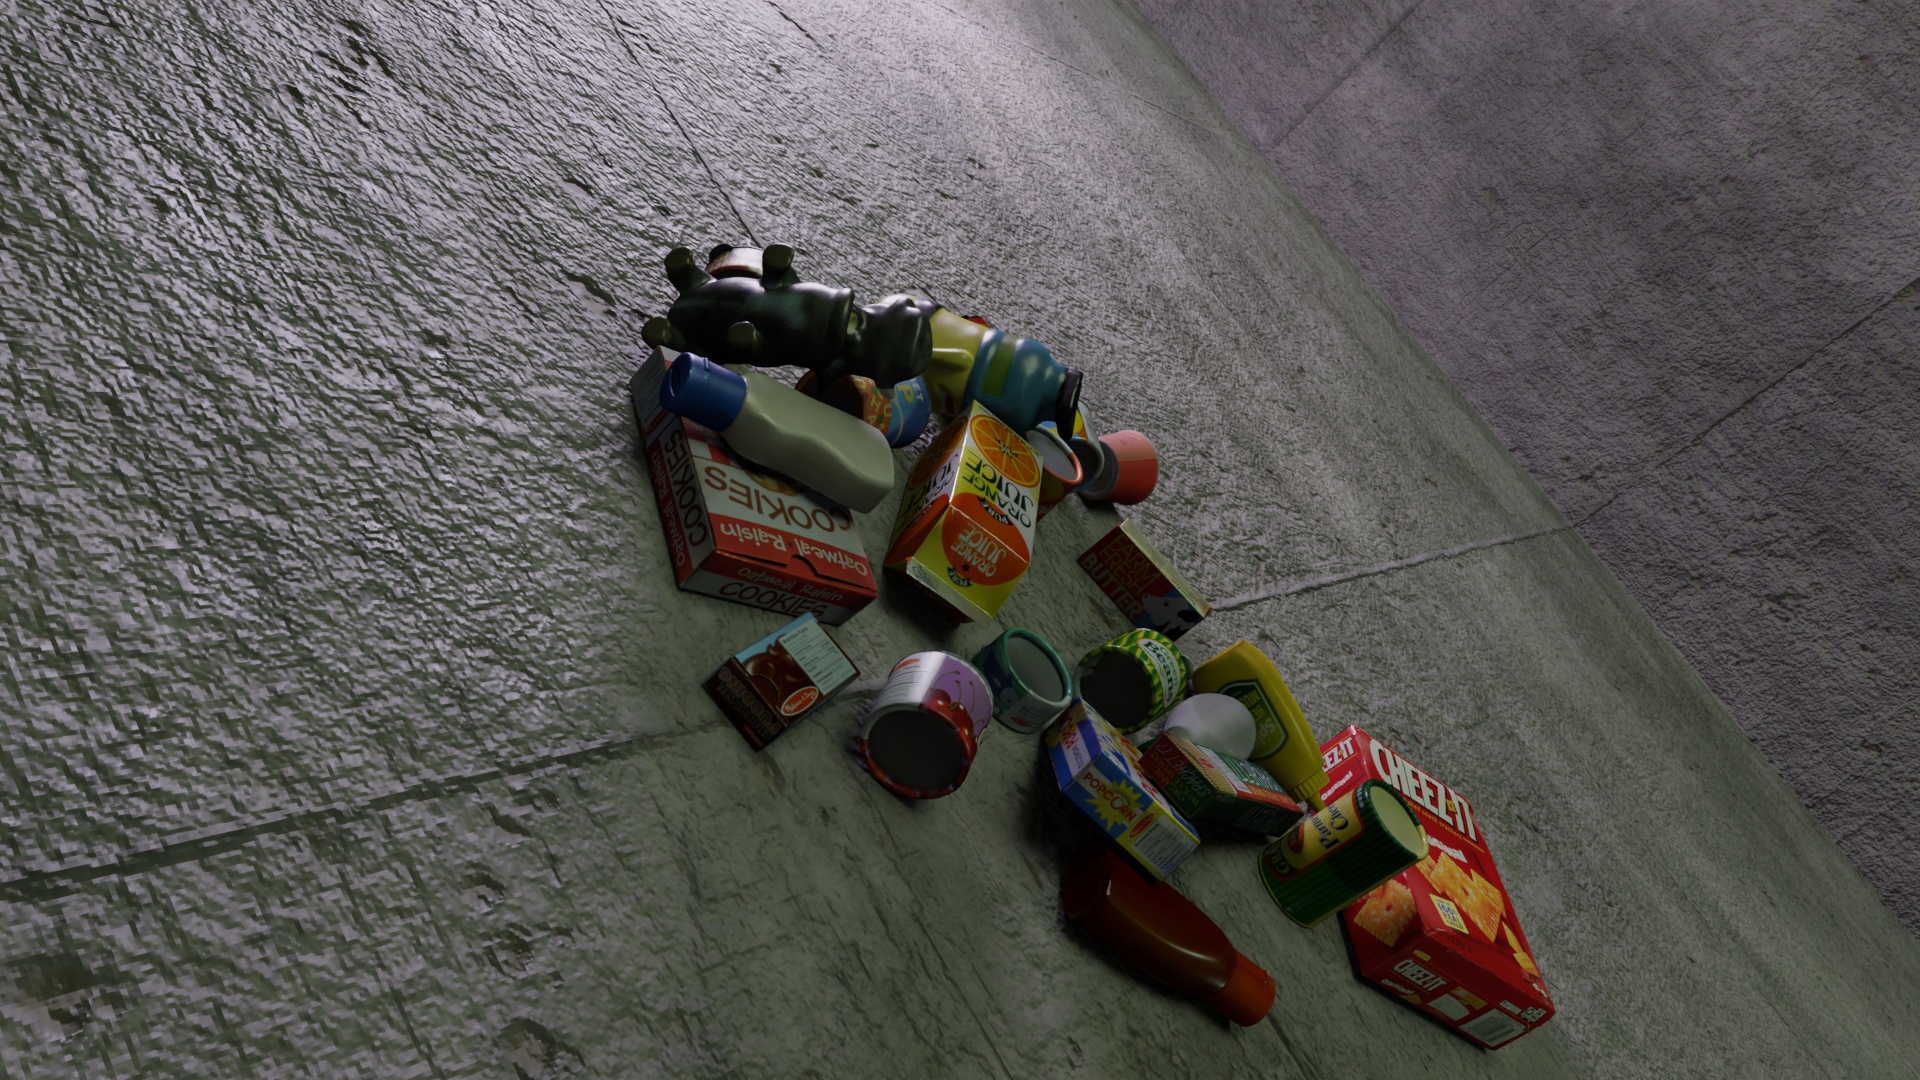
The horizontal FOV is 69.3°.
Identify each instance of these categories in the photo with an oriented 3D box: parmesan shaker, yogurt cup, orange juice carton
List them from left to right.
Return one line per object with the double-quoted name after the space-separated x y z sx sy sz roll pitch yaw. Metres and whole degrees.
0.003 -0.012 0.974 0.072 0.072 0.194 38 30 -16 "orange juice carton"
0.134 -0.064 1.230 0.054 0.072 0.072 -5 56 -46 "yogurt cup"
0.278 0.225 1.010 0.071 0.102 0.072 34 30 -23 "parmesan shaker"

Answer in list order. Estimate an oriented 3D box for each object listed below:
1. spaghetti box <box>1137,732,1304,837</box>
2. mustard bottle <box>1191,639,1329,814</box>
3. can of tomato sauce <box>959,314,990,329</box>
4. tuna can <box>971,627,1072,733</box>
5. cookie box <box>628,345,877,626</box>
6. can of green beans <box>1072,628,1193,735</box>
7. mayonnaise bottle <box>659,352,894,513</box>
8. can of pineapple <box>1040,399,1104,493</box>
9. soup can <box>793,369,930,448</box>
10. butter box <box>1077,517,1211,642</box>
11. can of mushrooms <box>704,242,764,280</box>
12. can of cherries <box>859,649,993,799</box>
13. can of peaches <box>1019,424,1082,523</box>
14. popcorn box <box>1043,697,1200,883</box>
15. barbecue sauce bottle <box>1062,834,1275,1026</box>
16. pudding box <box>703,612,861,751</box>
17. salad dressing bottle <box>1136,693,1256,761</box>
0.185 0.172 0.954 0.050 0.028 0.250 49 10 28 "spaghetti box"
0.249 0.158 1.101 0.160 0.065 0.049 56 25 9 "mustard bottle"
0.015 -0.135 1.150 0.071 0.071 0.083 -7 59 -57 "can of tomato sauce"
0.041 0.091 0.934 0.071 0.032 0.071 34 31 -23 "tuna can"
-0.128 -0.034 0.856 0.123 0.040 0.168 18 39 -43 "cookie box"
0.122 0.101 0.995 0.071 0.071 0.058 53 29 12 "can of green beans"
-0.109 -0.068 0.841 0.148 0.041 0.065 24 33 -34 "mayonnaise bottle"
0.083 -0.080 1.180 0.071 0.070 0.058 28 34 -32 "can of pineapple"
-0.069 -0.097 0.985 0.071 0.071 0.084 53 29 12 "soup can"
0.150 0.036 1.132 0.103 0.053 0.024 47 31 2 "butter box"
-0.153 -0.171 0.971 0.071 0.070 0.034 36 31 -20 "can of mushrooms"
-0.017 0.107 0.799 0.071 0.071 0.059 43 28 -8 "can of cherries"
0.056 -0.051 1.111 0.071 0.058 0.071 34 30 -23 "can of peaches"
0.099 0.154 0.879 0.085 0.038 0.127 42 5 -7 "popcorn box"
0.129 0.243 0.848 0.148 0.043 0.065 39 22 -16 "barbecue sauce bottle"
-0.097 0.076 0.768 0.049 0.030 0.084 50 28 4 "pudding box"
0.169 0.151 1.021 0.064 0.043 0.148 50 29 18 "salad dressing bottle"
